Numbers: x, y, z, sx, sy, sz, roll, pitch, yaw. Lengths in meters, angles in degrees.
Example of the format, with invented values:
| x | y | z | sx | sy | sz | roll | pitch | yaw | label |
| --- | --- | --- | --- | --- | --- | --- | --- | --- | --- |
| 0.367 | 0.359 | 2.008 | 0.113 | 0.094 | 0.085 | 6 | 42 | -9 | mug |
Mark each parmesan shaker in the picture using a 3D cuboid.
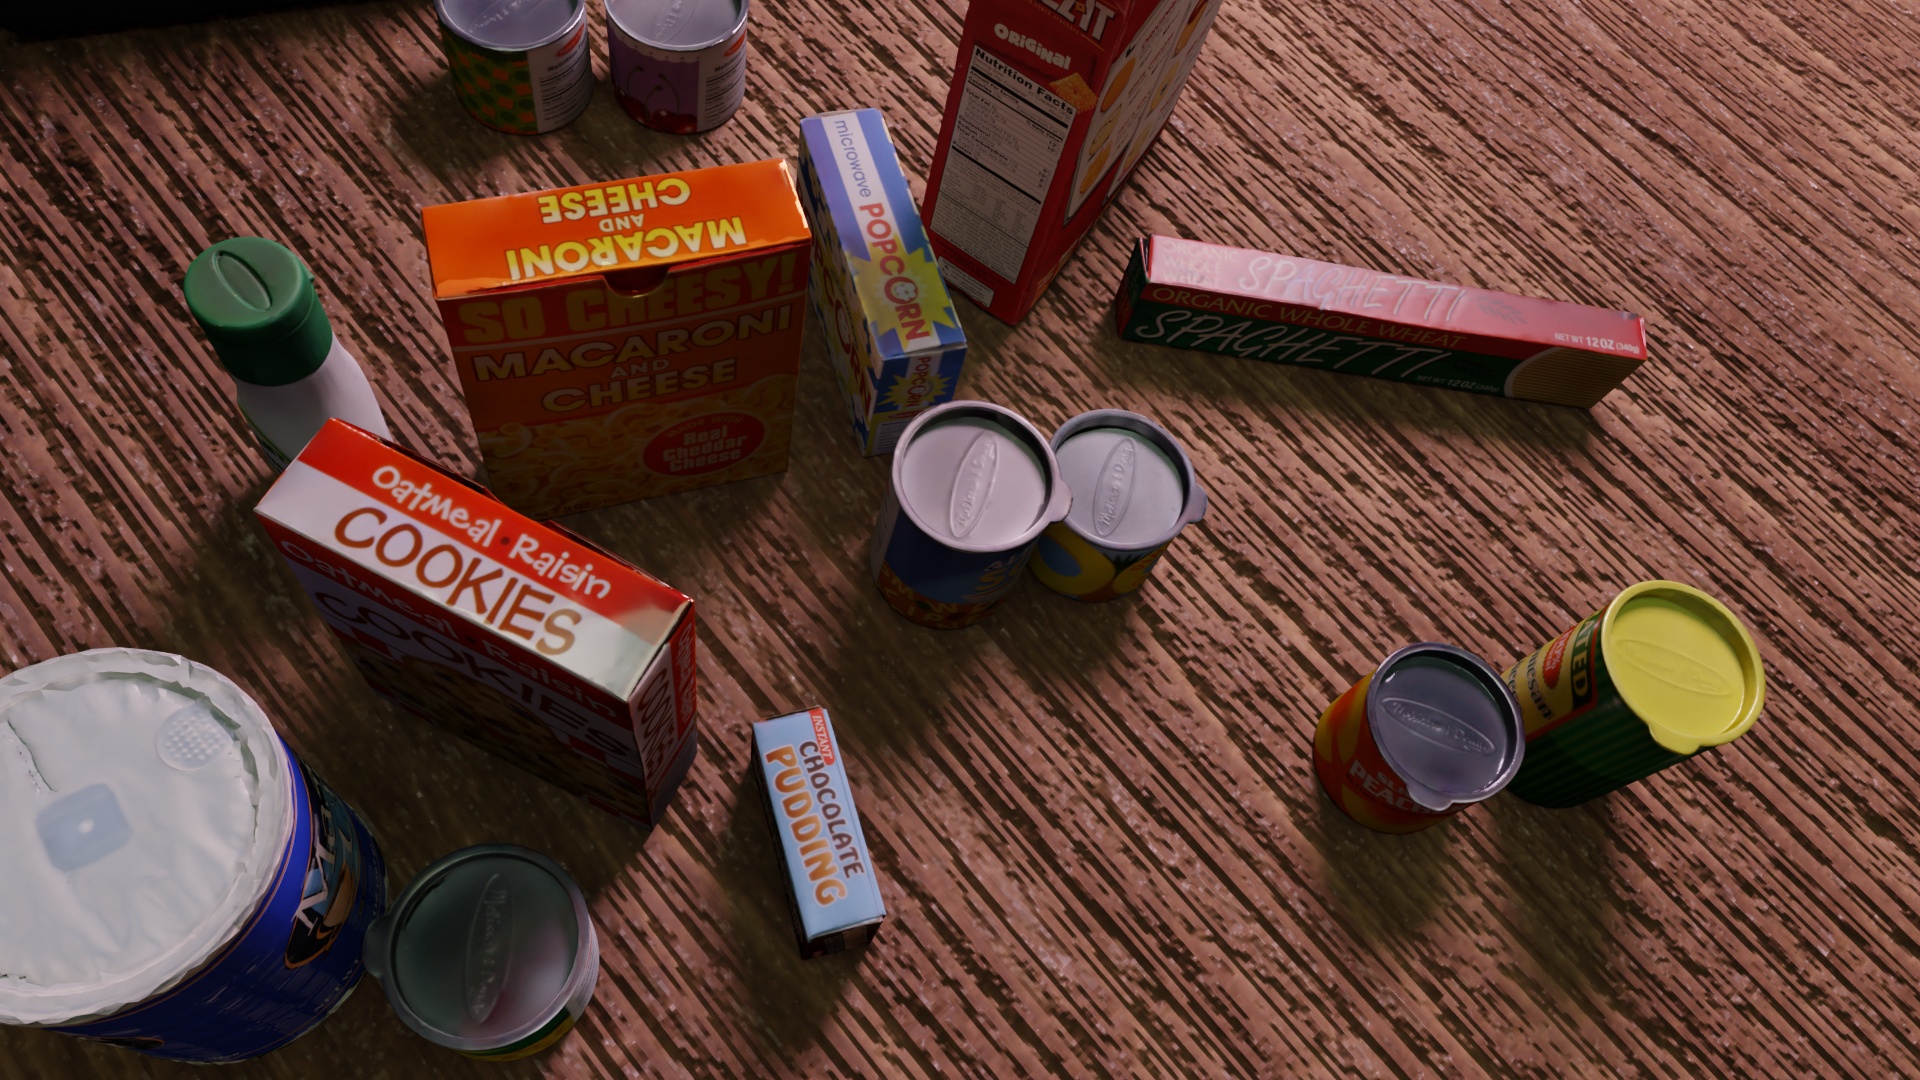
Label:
| x | y | z | sx | sy | sz | roll | pitch | yaw | label |
| --- | --- | --- | --- | --- | --- | --- | --- | --- | --- |
| 0.264 | 0.068 | 0.568 | 0.071 | 0.102 | 0.071 | 4 | 65 | -8 | parmesan shaker |

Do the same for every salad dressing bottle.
| x | y | z | sx | sy | sz | roll | pitch | yaw | label |
| --- | --- | --- | --- | --- | --- | --- | --- | --- | --- |
| -0.241 | -0.053 | 0.508 | 0.044 | 0.147 | 0.064 | -38 | 77 | -23 | salad dressing bottle |

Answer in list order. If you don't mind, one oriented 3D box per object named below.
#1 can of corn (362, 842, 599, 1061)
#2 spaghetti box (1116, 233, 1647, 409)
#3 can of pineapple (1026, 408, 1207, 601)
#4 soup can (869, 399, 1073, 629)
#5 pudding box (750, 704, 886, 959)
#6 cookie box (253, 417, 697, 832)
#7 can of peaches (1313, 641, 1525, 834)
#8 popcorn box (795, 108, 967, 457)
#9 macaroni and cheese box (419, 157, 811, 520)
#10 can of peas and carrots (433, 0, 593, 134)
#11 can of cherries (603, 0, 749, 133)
| x | y | z | sx | sy | sz | roll | pitch | yaw | label |
| --- | --- | --- | --- | --- | --- | --- | --- | --- | --- |
| -0.162 | 0.143 | 0.479 | 0.071 | 0.058 | 0.071 | 4 | 65 | -8 | can of corn |
| 0.200 | -0.103 | 0.667 | 0.250 | 0.050 | 0.029 | 8 | 64 | -7 | spaghetti box |
| 0.062 | -0.013 | 0.595 | 0.071 | 0.057 | 0.071 | 4 | 65 | -8 | can of pineapple |
| 0.002 | -0.007 | 0.566 | 0.071 | 0.083 | 0.071 | 4 | 65 | -8 | soup can |
| -0.055 | 0.110 | 0.520 | 0.030 | 0.049 | 0.084 | -12 | 68 | -16 | pudding box |
| -0.152 | 0.037 | 0.471 | 0.123 | 0.166 | 0.040 | 26 | 64 | 2 | cookie box |
| 0.186 | 0.084 | 0.571 | 0.071 | 0.057 | 0.071 | 4 | 65 | -8 | can of peaches |
| -0.039 | -0.112 | 0.608 | 0.038 | 0.085 | 0.127 | -13 | 68 | -16 | popcorn box |
| -0.124 | -0.068 | 0.526 | 0.124 | 0.165 | 0.040 | -13 | 68 | -16 | macaroni and cheese box |
| -0.209 | -0.235 | 0.650 | 0.071 | 0.058 | 0.071 | 4 | 65 | -8 | can of peas and carrots |
| -0.138 | -0.240 | 0.666 | 0.071 | 0.058 | 0.072 | 4 | 65 | -8 | can of cherries |
